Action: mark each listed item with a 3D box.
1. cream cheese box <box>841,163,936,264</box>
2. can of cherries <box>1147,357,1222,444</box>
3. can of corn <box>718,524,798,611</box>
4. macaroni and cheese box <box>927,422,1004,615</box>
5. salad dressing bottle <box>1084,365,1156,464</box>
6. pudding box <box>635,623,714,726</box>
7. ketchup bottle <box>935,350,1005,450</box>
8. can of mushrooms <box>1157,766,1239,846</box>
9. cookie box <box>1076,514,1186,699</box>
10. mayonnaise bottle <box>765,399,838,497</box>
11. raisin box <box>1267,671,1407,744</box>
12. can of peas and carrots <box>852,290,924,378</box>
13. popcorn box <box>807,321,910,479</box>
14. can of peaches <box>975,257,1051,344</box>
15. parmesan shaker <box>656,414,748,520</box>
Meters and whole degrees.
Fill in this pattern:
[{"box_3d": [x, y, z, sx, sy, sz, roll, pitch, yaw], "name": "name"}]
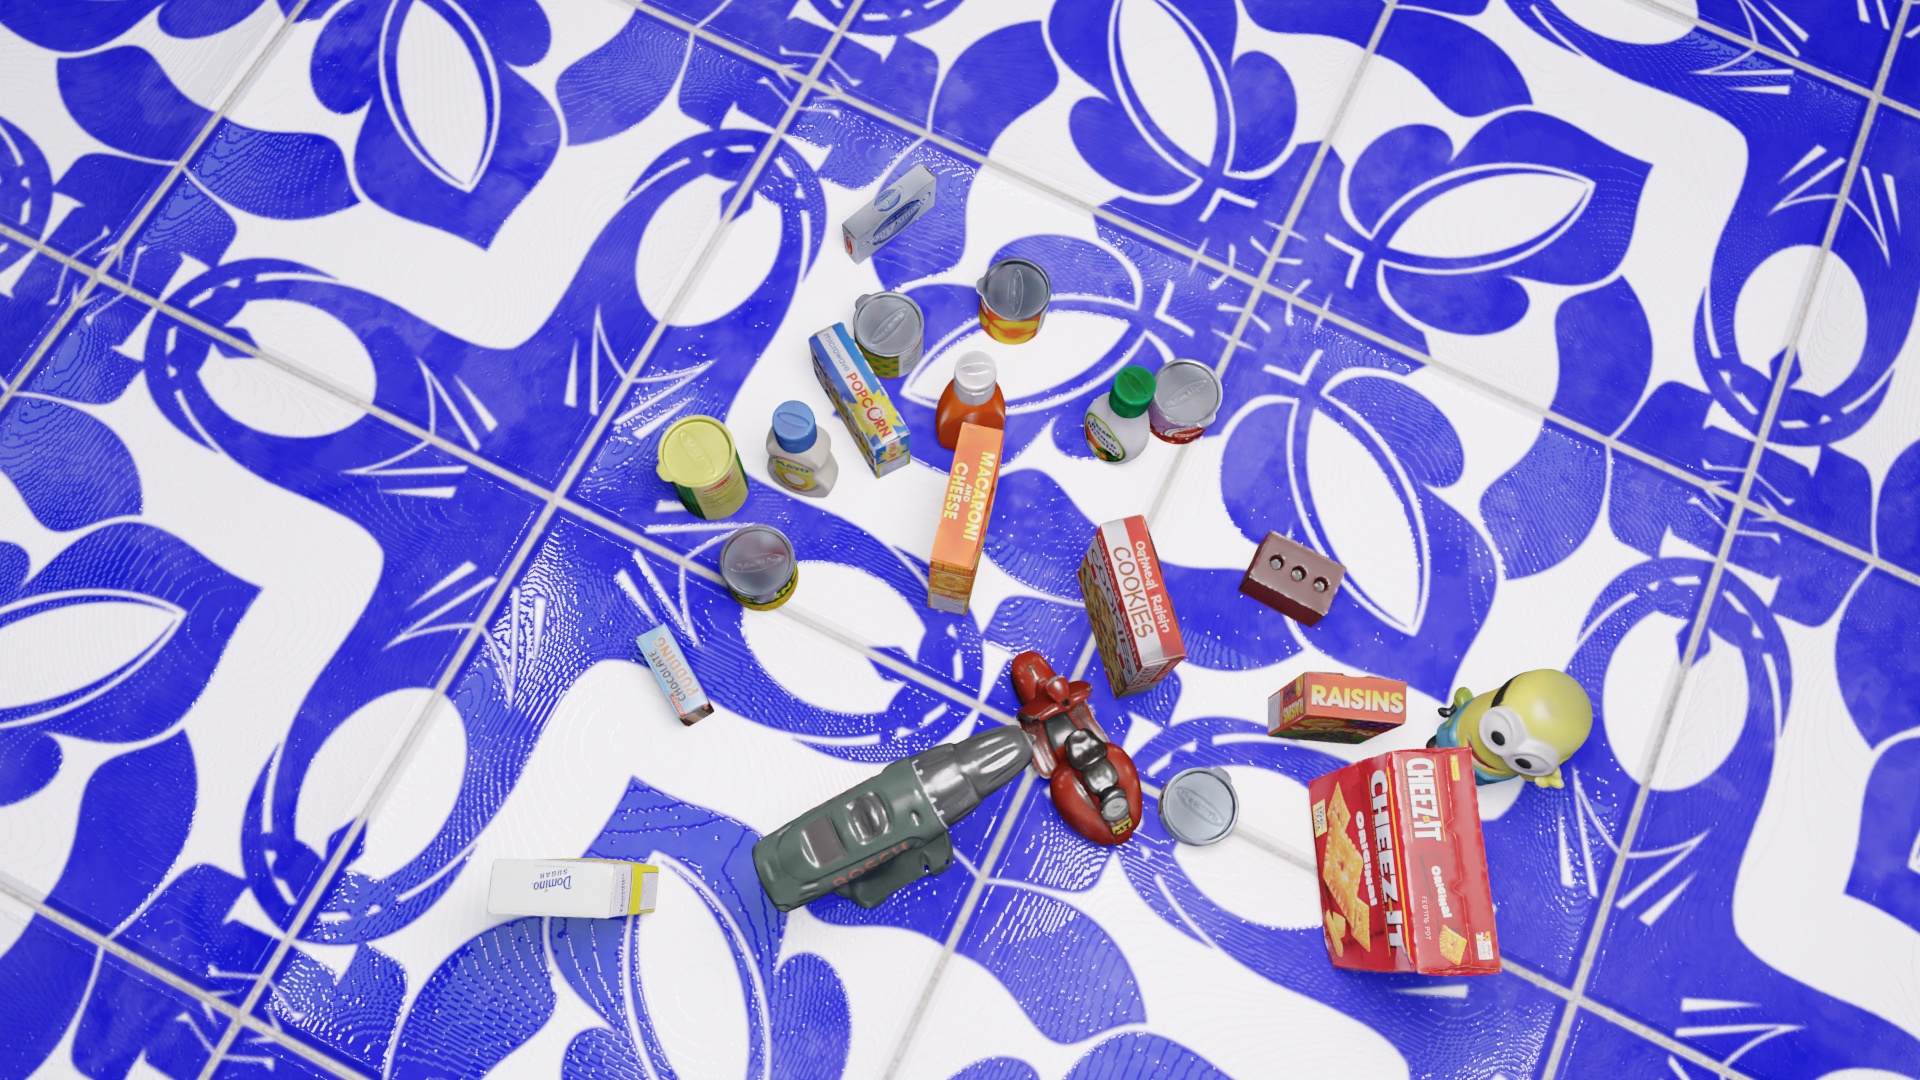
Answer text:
[{"box_3d": [-0.069, -0.316, 1.347, 0.104, 0.053, 0.024, -41, 79, -13], "name": "cream cheese box"}, {"box_3d": [0.208, -0.127, 1.301, 0.071, 0.058, 0.071, 1, 74, -2], "name": "can of cherries"}, {"box_3d": [-0.178, 0.028, 1.238, 0.071, 0.058, 0.071, 1, 74, -2], "name": "can of corn"}, {"box_3d": [0.004, -0.015, 1.203, 0.040, 0.166, 0.124, 13, 74, 1], "name": "macaroni and cheese box"}, {"box_3d": [0.145, -0.113, 1.247, 0.044, 0.147, 0.064, -38, 79, -12], "name": "salad dressing bottle"}, {"box_3d": [-0.249, 0.118, 1.213, 0.030, 0.049, 0.084, -29, 77, -10], "name": "pudding box"}, {"box_3d": [0.011, -0.123, 1.244, 0.065, 0.148, 0.043, -7, 75, -4], "name": "ketchup bottle"}, {"box_3d": [0.208, 0.230, 1.208, 0.071, 0.033, 0.071, 1, 74, -2], "name": "can of mushrooms"}, {"box_3d": [0.143, 0.060, 1.186, 0.040, 0.167, 0.123, -14, 75, -6], "name": "cookie box"}, {"box_3d": [-0.143, -0.081, 1.225, 0.065, 0.147, 0.041, 18, 74, 3], "name": "mayonnaise bottle"}, {"box_3d": [0.321, 0.144, 1.191, 0.086, 0.123, 0.040, 6, 74, -1], "name": "raisin box"}, {"box_3d": [-0.069, -0.194, 1.309, 0.071, 0.058, 0.071, 1, 74, -2], "name": "can of peas and carrots"}, {"box_3d": [-0.092, -0.128, 1.274, 0.038, 0.085, 0.127, -29, 77, -10], "name": "popcorn box"}, {"box_3d": [0.049, -0.228, 1.324, 0.071, 0.058, 0.071, 1, 74, -2], "name": "can of peaches"}, {"box_3d": [-0.230, -0.062, 1.239, 0.071, 0.102, 0.071, 1, 74, -2], "name": "parmesan shaker"}]
